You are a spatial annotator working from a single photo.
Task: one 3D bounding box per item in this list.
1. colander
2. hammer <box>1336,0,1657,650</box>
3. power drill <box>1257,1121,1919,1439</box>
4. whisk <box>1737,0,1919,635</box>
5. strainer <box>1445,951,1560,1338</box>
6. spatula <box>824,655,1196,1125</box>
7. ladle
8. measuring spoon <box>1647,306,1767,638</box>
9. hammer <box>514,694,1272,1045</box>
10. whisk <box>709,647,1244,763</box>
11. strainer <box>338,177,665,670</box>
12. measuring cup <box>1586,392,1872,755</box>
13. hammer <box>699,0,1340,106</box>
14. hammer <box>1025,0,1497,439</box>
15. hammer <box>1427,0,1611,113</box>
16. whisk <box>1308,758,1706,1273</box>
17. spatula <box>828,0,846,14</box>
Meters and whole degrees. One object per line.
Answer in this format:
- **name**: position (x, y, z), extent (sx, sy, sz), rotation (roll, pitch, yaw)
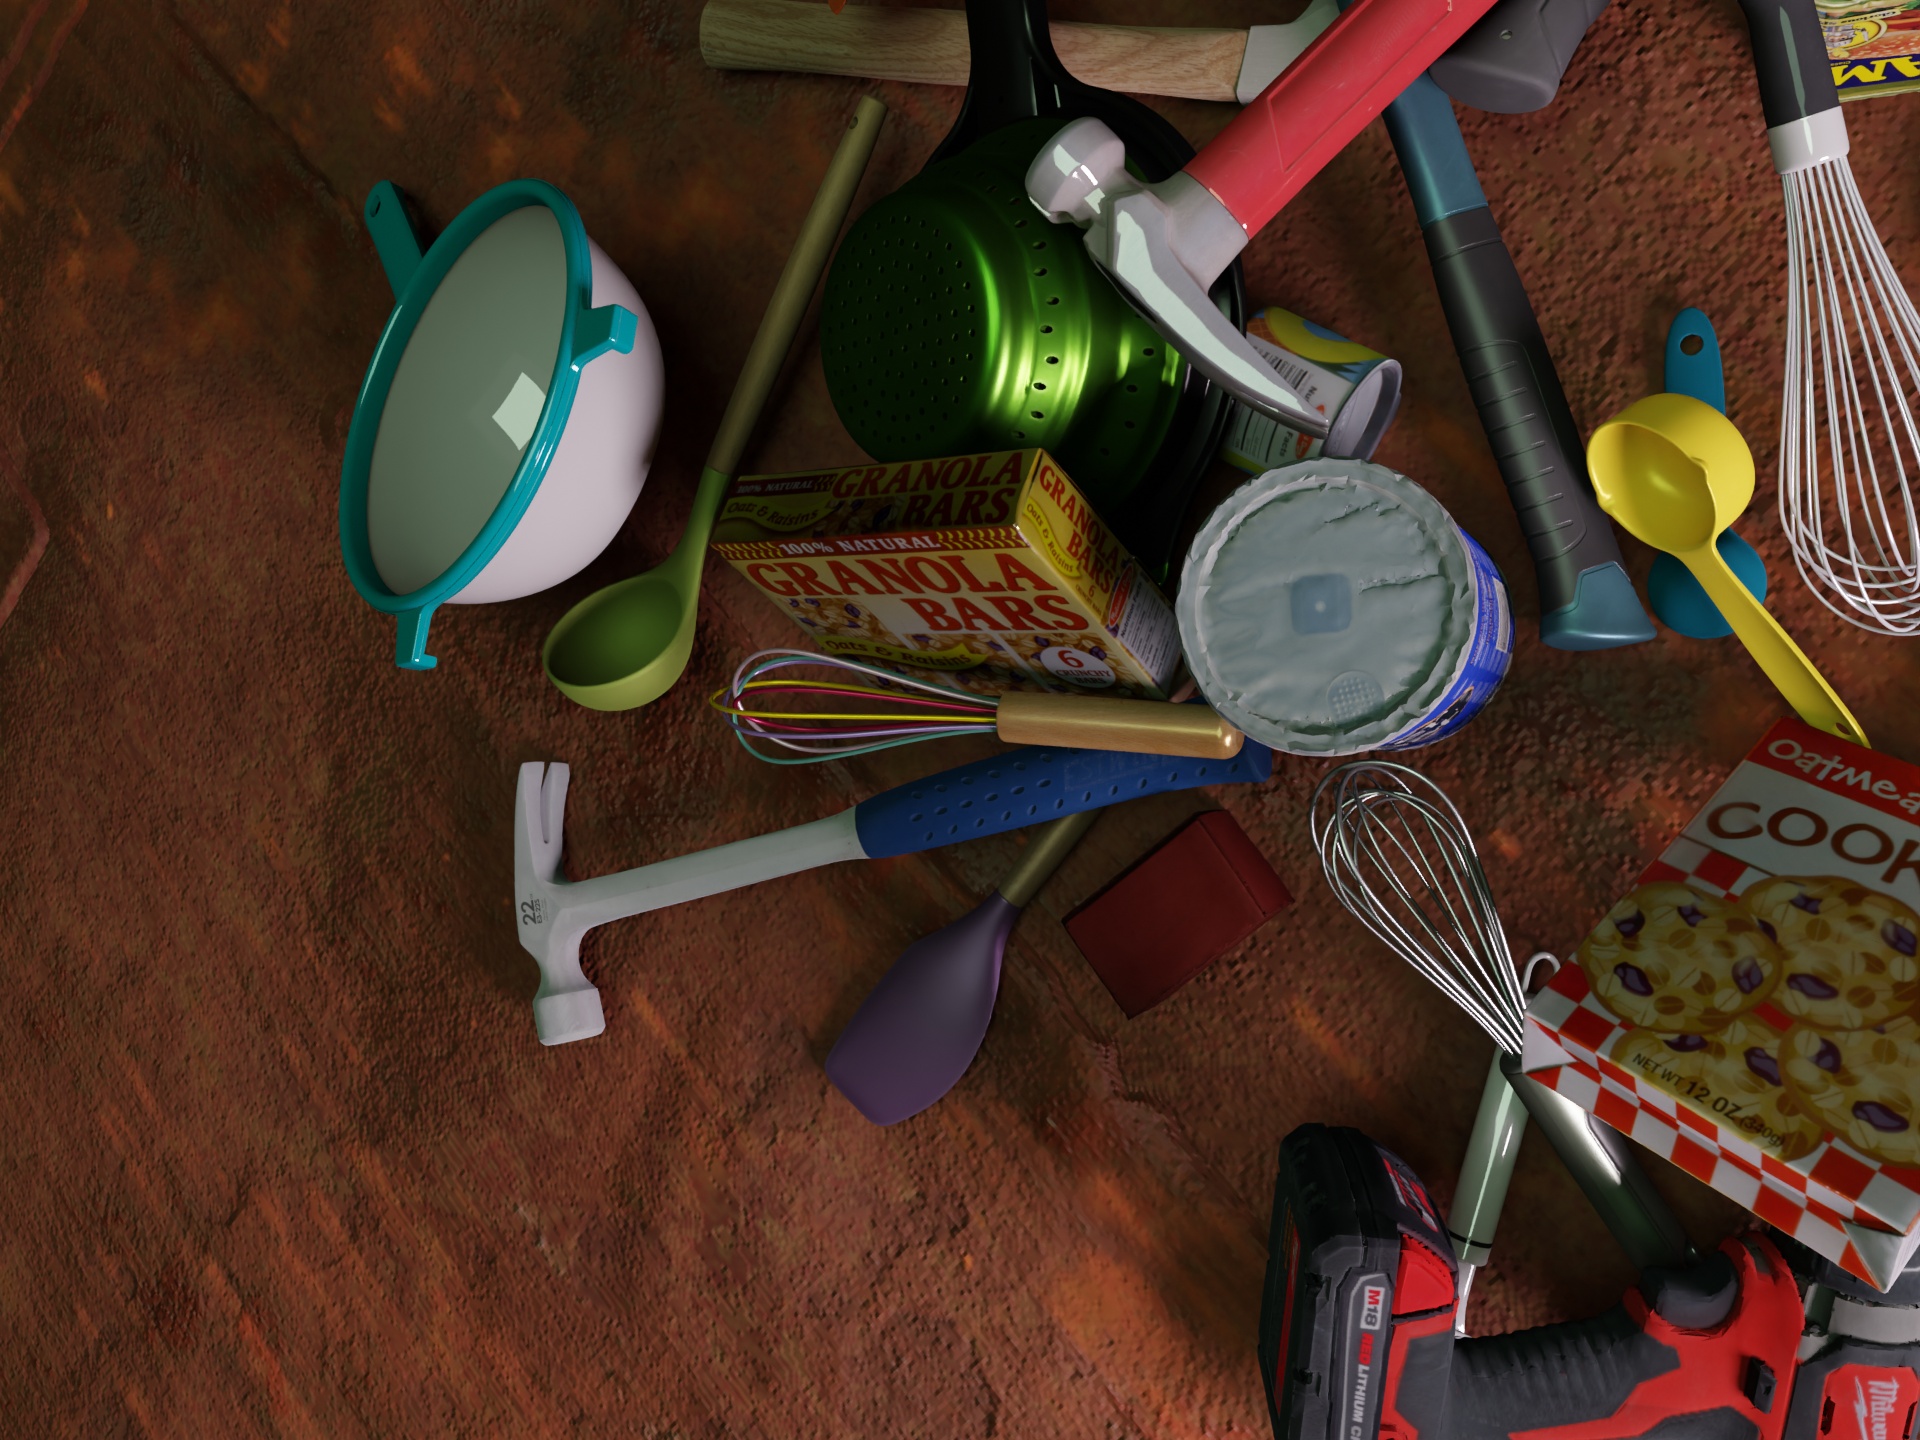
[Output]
- **colander**: position (-0.001, -0.240, 0.650), extent (0.204, 0.094, 0.397), rotation (-2, 96, 47)
- **hammer**: position (0.196, -0.182, 0.620), extent (0.128, 0.033, 0.331), rotation (-19, 88, -13)
- **power drill**: position (0.228, 0.195, 0.558), extent (0.226, 0.080, 0.188), rotation (4, 104, 2)
- **whisk**: position (0.291, -0.163, 0.536), extent (0.070, 0.070, 0.284), rotation (-14, 101, 24)
- **strainer**: position (0.200, 0.217, 0.634), extent (0.087, 0.050, 0.258), rotation (16, 90, 2)
- **spatula**: position (0.039, 0.062, 0.720), extent (0.060, 0.018, 0.316), rotation (41, 106, 19)
- **ladle**: position (-0.115, -0.147, 0.761), extent (0.078, 0.062, 0.320), rotation (39, 109, 42)
- **measuring spoon**: position (0.282, -0.096, 0.608), extent (0.042, 0.021, 0.128), rotation (-4, 90, 24)
- **hammer**: position (-0.055, 0.048, 0.740), extent (0.405, 0.035, 0.144), rotation (-16, 81, 27)
- **whisk**: position (-0.002, -0.001, 0.671), extent (0.245, 0.047, 0.051), rotation (5, 79, 26)
- **strainer**: position (-0.231, -0.180, 0.803), extent (0.211, 0.095, 0.341), rotation (-52, 45, 19)
- **measuring cup**: position (0.288, -0.052, 0.576), extent (0.029, 0.062, 0.156), rotation (-39, 93, -11)
- **hammer**: position (0.021, -0.303, 0.726), extent (0.331, 0.031, 0.130), rotation (14, 95, 24)
- **hammer**: position (0.208, -0.275, 0.548), extent (0.386, 0.038, 0.143), rotation (-44, 81, 6)
- **hammer**: position (0.300, -0.353, 0.570), extent (0.335, 0.035, 0.146), rotation (-44, 73, 8)
- **whisk**: position (0.210, 0.118, 0.599), extent (0.059, 0.058, 0.246), rotation (-31, 96, 39)
- **spatula**: position (-0.109, -0.444, 0.754), extent (0.323, 0.041, 0.081), rotation (52, 128, 28)
